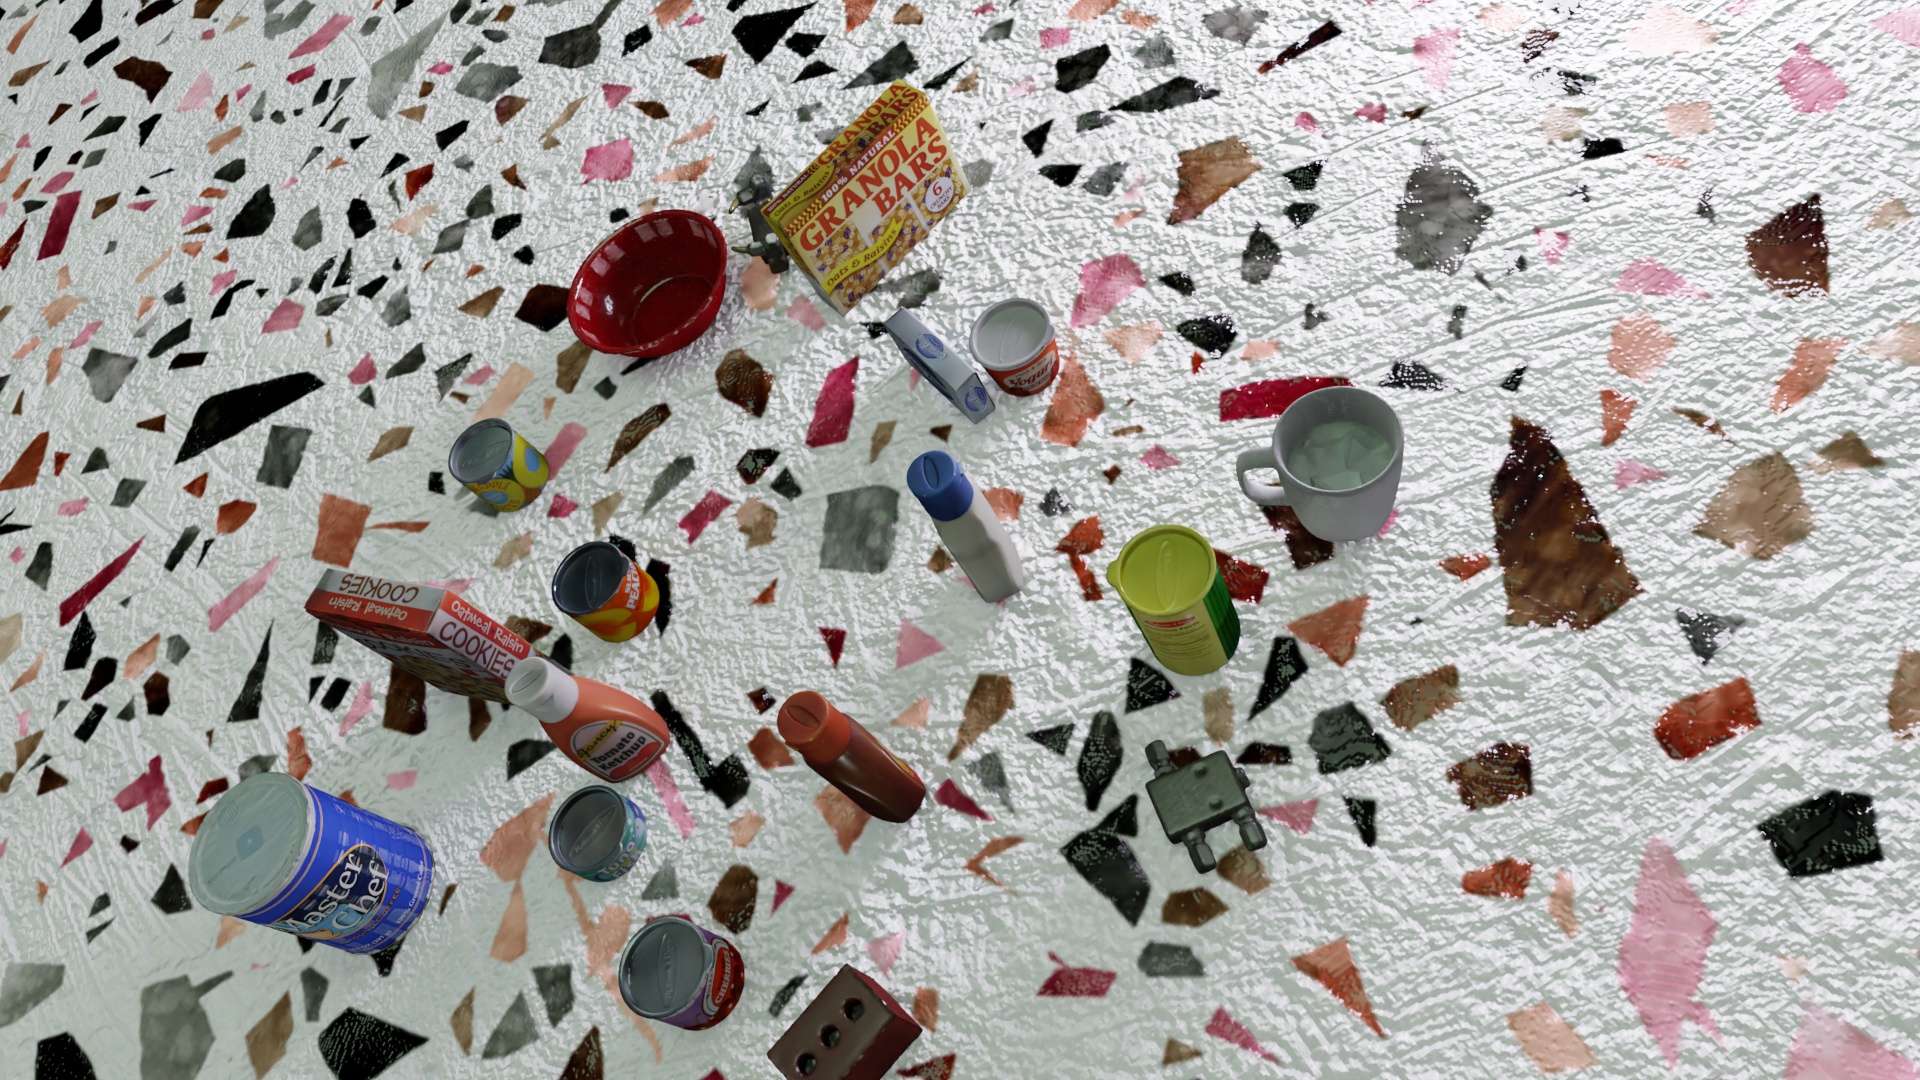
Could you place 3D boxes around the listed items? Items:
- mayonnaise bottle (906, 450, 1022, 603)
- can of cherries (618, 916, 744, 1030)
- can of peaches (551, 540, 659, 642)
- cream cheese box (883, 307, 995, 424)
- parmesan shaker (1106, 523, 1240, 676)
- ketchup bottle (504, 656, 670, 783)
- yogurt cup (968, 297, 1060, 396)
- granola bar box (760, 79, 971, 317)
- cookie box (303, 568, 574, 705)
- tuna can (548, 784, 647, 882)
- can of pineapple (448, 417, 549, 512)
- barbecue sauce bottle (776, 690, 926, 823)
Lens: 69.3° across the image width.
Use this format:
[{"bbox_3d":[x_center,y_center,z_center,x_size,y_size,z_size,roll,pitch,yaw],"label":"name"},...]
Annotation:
[{"bbox_3d":[0.004,-0.012,0.987,0.041,0.147,0.065,-23,57,9],"label":"mayonnaise bottle"},{"bbox_3d":[-0.186,0.295,0.942,0.071,0.058,0.072,-9,60,16],"label":"can of cherries"},{"bbox_3d":[-0.284,0.042,1.122,0.071,0.058,0.071,-9,60,16],"label":"can of peaches"},{"bbox_3d":[-0.017,-0.141,1.124,0.024,0.053,0.104,-42,56,-4],"label":"cream cheese box"},{"bbox_3d":[0.144,0.041,0.929,0.071,0.102,0.071,-9,60,17],"label":"parmesan shaker"},{"bbox_3d":[-0.275,0.129,1.015,0.065,0.148,0.044,-37,56,-1],"label":"ketchup bottle"},{"bbox_3d":[0.046,-0.151,1.105,0.072,0.053,0.073,-9,60,16],"label":"yogurt cup"},{"bbox_3d":[-0.078,-0.292,1.189,0.166,0.124,0.039,-46,57,-7],"label":"granola bar box"},{"bbox_3d":[-0.401,0.081,1.080,0.123,0.167,0.040,7,66,24],"label":"cookie box"},{"bbox_3d":[-0.267,0.220,1.031,0.071,0.032,0.071,-9,59,16],"label":"tuna can"},{"bbox_3d":[-0.408,-0.064,1.230,0.071,0.057,0.071,-9,60,16],"label":"can of pineapple"},{"bbox_3d":[-0.076,0.144,0.930,0.065,0.148,0.044,26,75,31],"label":"barbecue sauce bottle"}]
